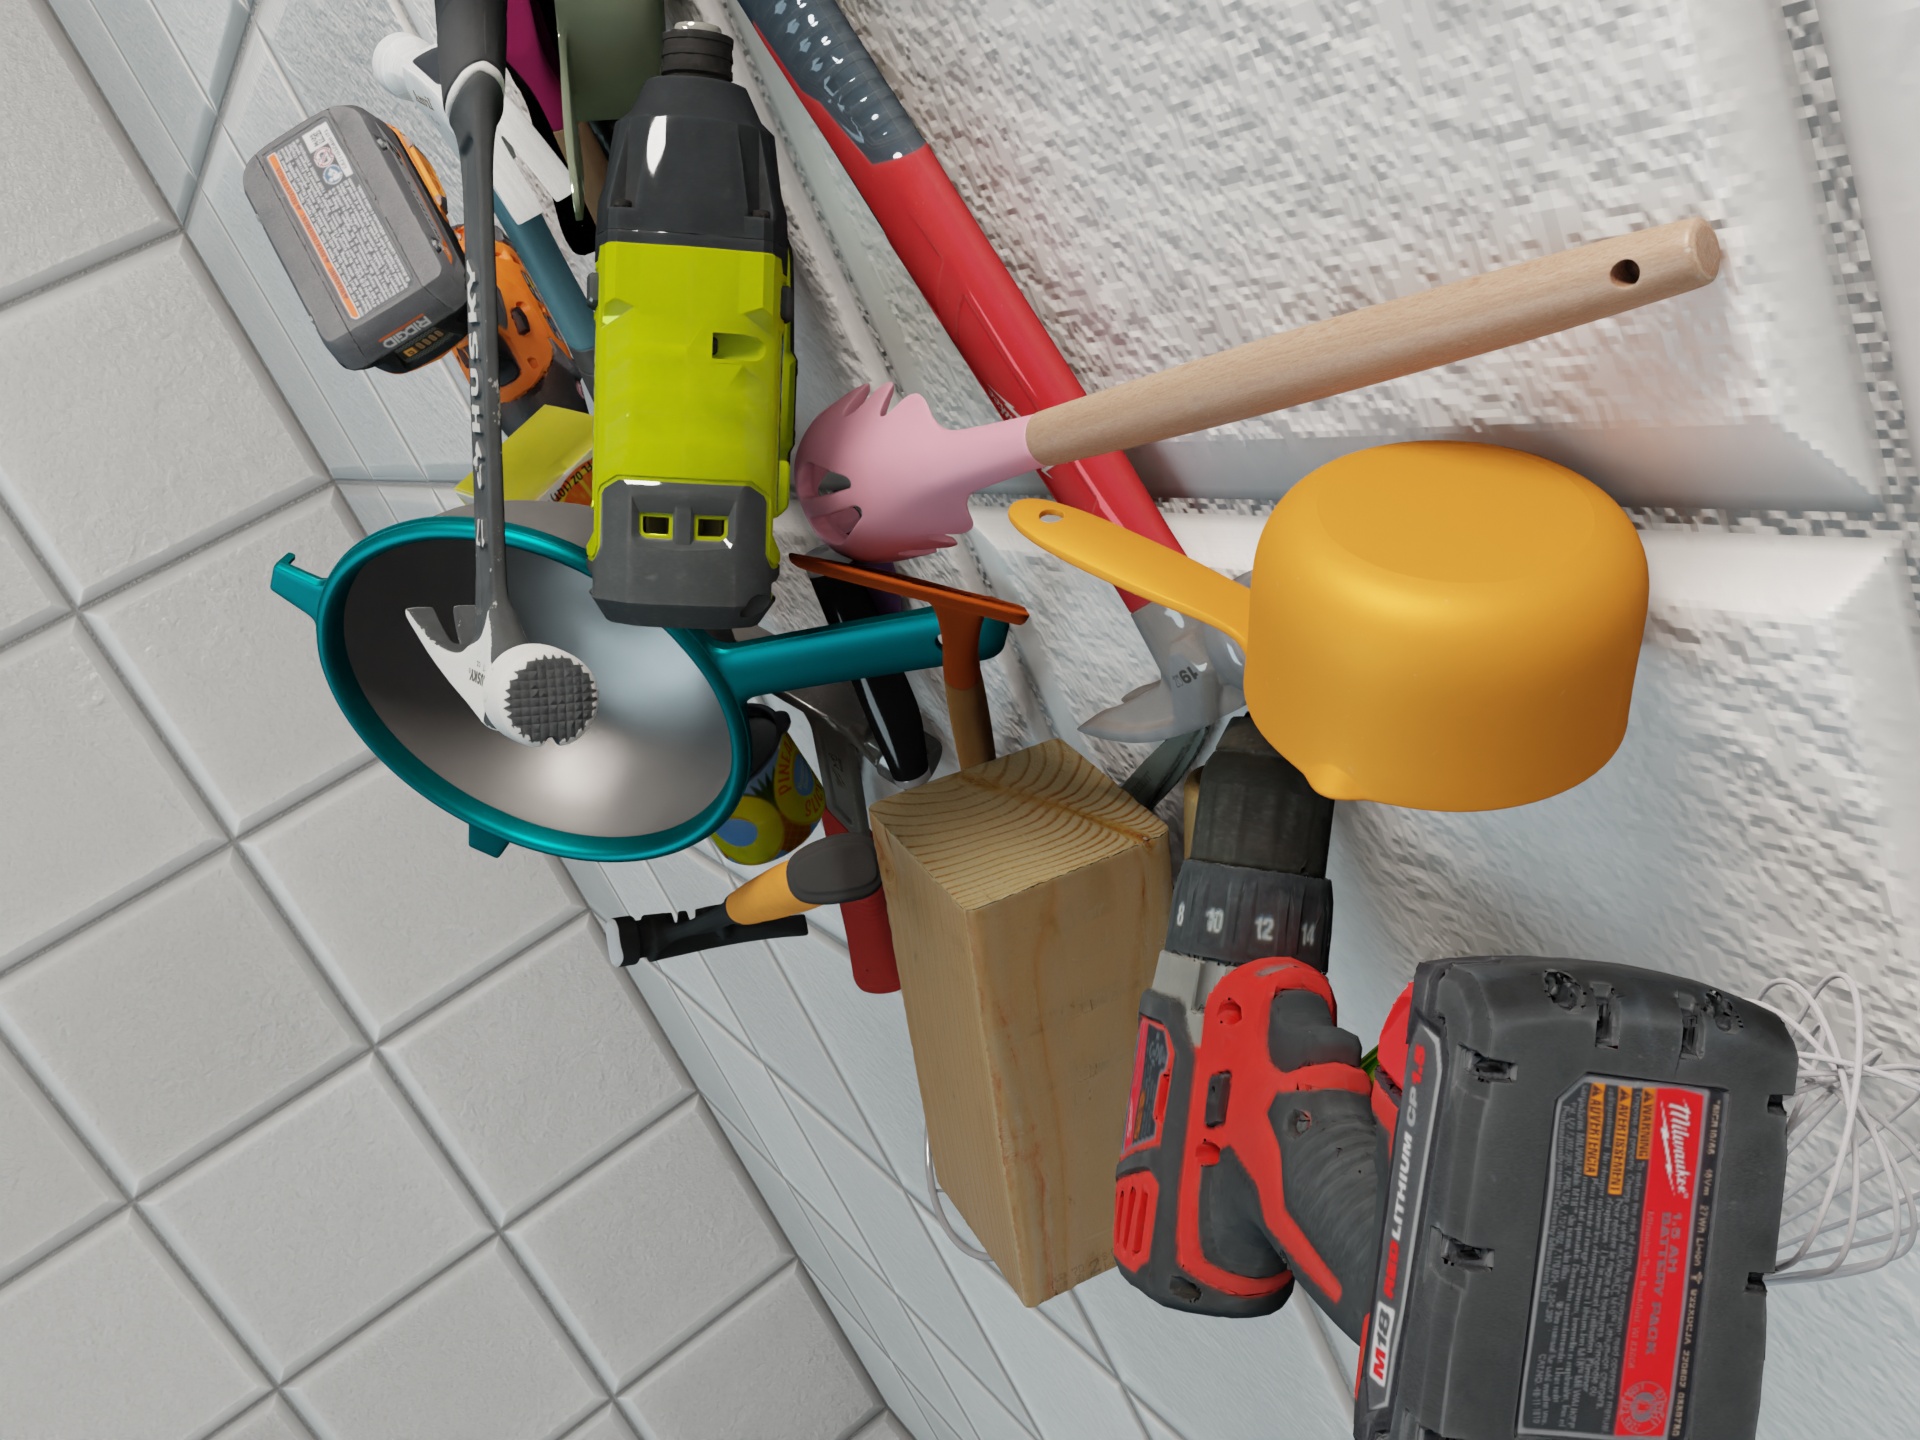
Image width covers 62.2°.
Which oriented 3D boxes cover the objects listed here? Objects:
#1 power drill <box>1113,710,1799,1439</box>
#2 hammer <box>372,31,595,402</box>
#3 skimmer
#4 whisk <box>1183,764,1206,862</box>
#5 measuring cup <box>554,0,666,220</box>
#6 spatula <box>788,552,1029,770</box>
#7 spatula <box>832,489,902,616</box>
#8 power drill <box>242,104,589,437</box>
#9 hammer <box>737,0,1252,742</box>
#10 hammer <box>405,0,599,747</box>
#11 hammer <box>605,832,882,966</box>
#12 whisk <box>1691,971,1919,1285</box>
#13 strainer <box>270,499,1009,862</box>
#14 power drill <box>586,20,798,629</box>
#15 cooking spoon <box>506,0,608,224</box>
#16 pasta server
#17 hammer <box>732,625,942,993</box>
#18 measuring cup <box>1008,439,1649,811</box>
[{"bbox_3d":[0.109,0.089,0.430,0.227,0.080,0.188,175,104,-76],"label":"power drill"},{"bbox_3d":[-0.189,-0.189,0.828,0.128,0.033,0.330,38,160,43],"label":"hammer"},{"bbox_3d":[-0.025,0.094,0.782,0.127,0.090,0.363,12,127,59],"label":"skimmer"},{"bbox_3d":[0.103,0.109,0.655,0.051,0.047,0.244,30,143,35],"label":"whisk"},{"bbox_3d":[-0.122,-0.230,0.566,0.083,0.038,0.168,95,167,-51],"label":"measuring cup"},{"bbox_3d":[-0.001,-0.002,0.649,0.081,0.041,0.322,15,161,10],"label":"spatula"},{"bbox_3d":[-0.059,-0.018,0.863,0.060,0.018,0.315,50,158,17],"label":"spatula"},{"bbox_3d":[-0.276,-0.219,0.871,0.164,0.084,0.226,61,-175,6],"label":"power drill"},{"bbox_3d":[-0.020,-0.164,0.526,0.386,0.038,0.143,57,161,-1],"label":"hammer"},{"bbox_3d":[-0.174,-0.202,0.572,0.149,0.036,0.409,17,109,57],"label":"hammer"},{"bbox_3d":[-0.102,0.098,0.865,0.337,0.127,0.034,151,109,-65],"label":"hammer"},{"bbox_3d":[0.209,0.155,0.457,0.070,0.070,0.284,44,161,31],"label":"whisk"},{"bbox_3d":[-0.131,-0.043,0.742,0.340,0.095,0.210,-8,130,22],"label":"strainer"},{"bbox_3d":[-0.092,-0.130,0.552,0.223,0.080,0.171,-131,43,-76],"label":"power drill"},{"bbox_3d":[-0.154,-0.228,0.674,0.069,0.017,0.318,16,138,47],"label":"cooking spoon"},{"bbox_3d":[0.046,-0.084,0.427,0.316,0.040,0.060,-5,112,50],"label":"pasta server"},{"bbox_3d":[-0.073,0.076,0.972,0.149,0.037,0.358,30,153,19],"label":"hammer"},{"bbox_3d":[0.078,-0.043,0.384,0.174,0.095,0.052,28,139,33],"label":"measuring cup"}]
